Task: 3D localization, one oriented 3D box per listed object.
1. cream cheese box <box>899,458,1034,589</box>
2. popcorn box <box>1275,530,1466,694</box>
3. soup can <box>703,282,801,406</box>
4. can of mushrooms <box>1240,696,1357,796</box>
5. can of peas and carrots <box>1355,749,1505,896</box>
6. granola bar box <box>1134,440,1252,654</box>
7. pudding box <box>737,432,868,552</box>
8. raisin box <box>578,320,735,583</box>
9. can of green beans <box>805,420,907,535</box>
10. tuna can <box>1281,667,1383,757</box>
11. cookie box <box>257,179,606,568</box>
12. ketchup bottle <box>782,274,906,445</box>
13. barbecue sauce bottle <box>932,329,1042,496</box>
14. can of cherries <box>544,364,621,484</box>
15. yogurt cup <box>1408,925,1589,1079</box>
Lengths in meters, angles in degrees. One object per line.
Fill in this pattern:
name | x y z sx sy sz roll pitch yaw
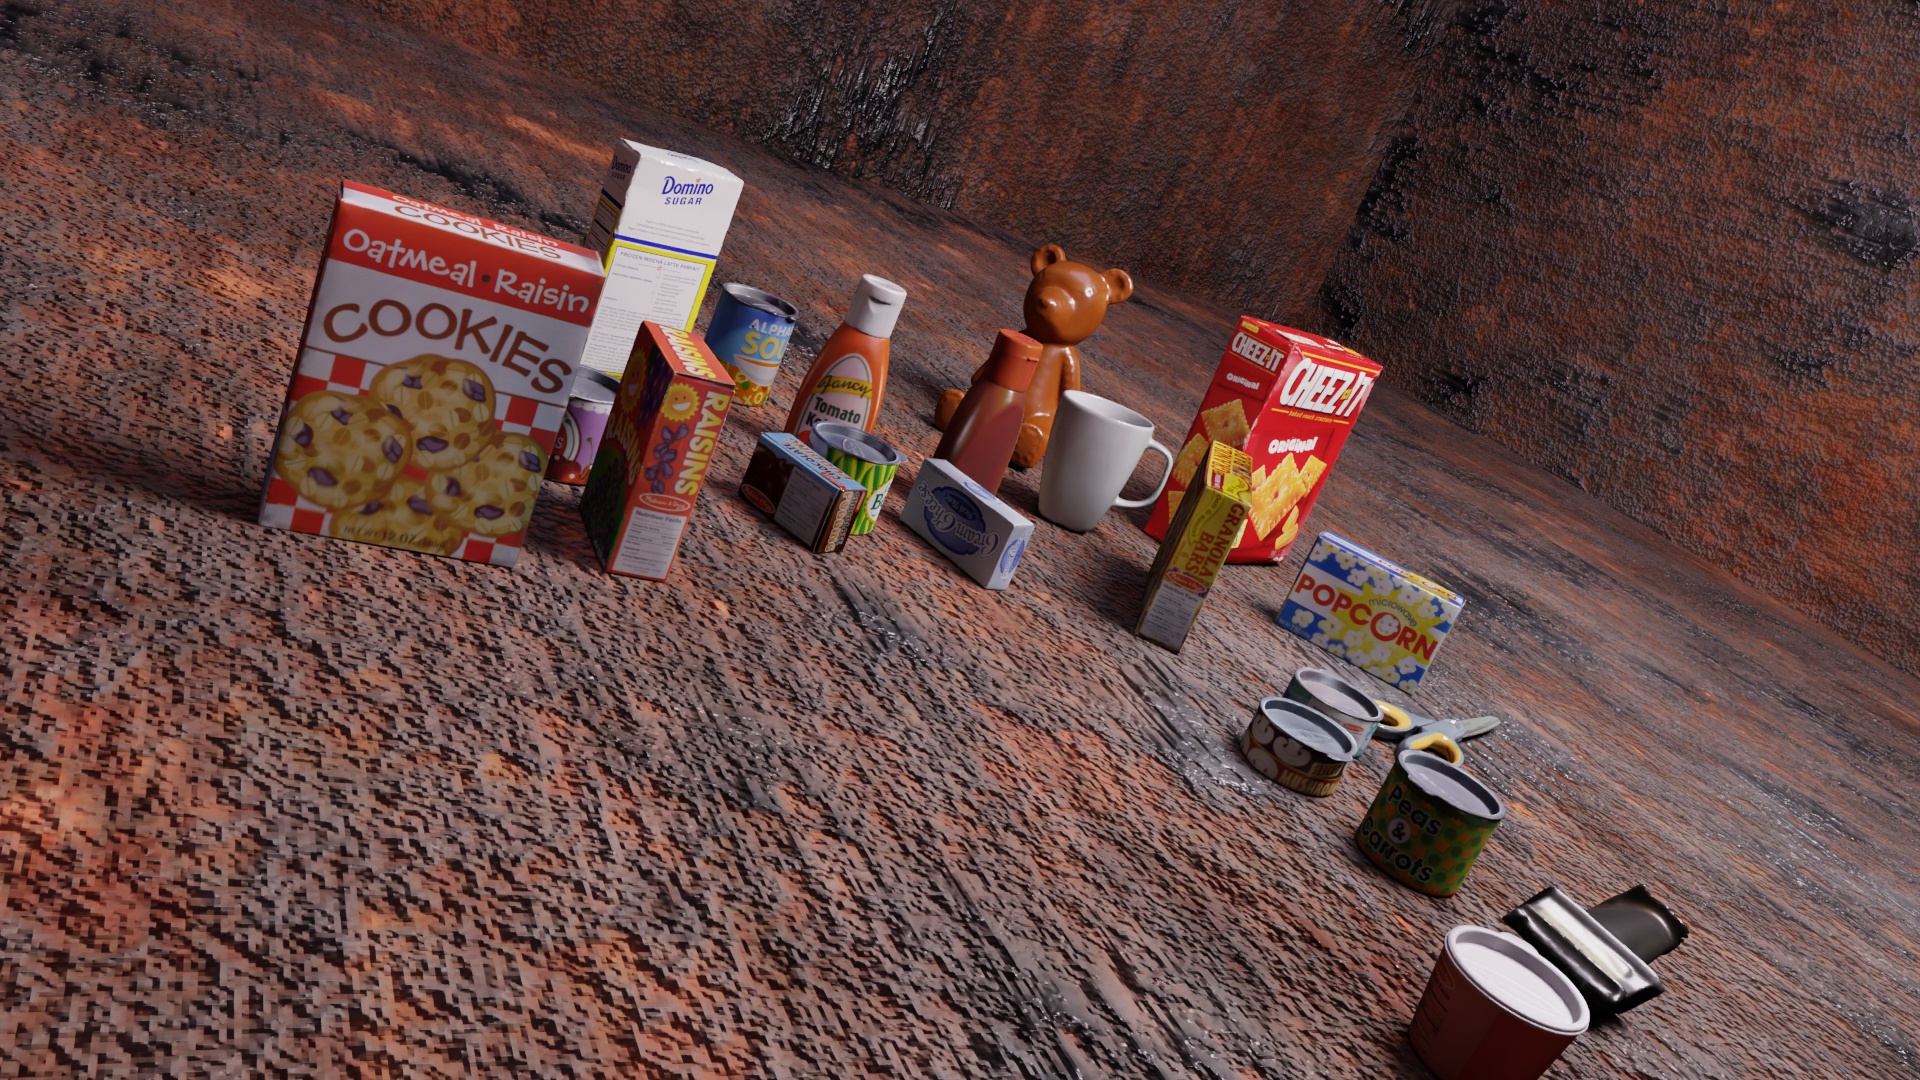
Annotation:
cream cheese box | 0.004 -0.012 0.996 0.024 0.053 0.104 3 27 -47
popcorn box | 0.336 0.058 1.143 0.127 0.085 0.038 29 19 17
soup can | -0.176 -0.160 1.146 0.071 0.083 0.071 21 18 -7
can of mushrooms | 0.214 0.131 0.877 0.071 0.033 0.071 21 18 -7
can of peas and carrots | 0.272 0.165 0.811 0.071 0.058 0.071 21 18 -7
granola bar box | 0.179 0.000 1.056 0.039 0.123 0.166 25 18 5
pudding box | -0.106 -0.033 0.929 0.084 0.049 0.030 34 21 31
raisin box | -0.172 -0.051 0.784 0.040 0.123 0.086 13 21 -30
can of green beans | -0.082 -0.044 0.974 0.071 0.057 0.071 21 18 -7
tuna can | 0.255 0.118 0.963 0.071 0.032 0.071 21 18 -7
cookie box | -0.260 -0.077 0.683 0.123 0.166 0.040 13 21 -30
ketchup bottle | -0.085 -0.128 1.062 0.065 0.148 0.044 20 18 -11
barbecue sauce bottle | 0.020 -0.089 1.078 0.065 0.148 0.044 3 27 -47
can of cherries | -0.245 -0.074 0.864 0.071 0.058 0.072 21 18 -7
yogurt cup | 0.242 0.219 0.634 0.072 0.053 0.072 21 18 -7
